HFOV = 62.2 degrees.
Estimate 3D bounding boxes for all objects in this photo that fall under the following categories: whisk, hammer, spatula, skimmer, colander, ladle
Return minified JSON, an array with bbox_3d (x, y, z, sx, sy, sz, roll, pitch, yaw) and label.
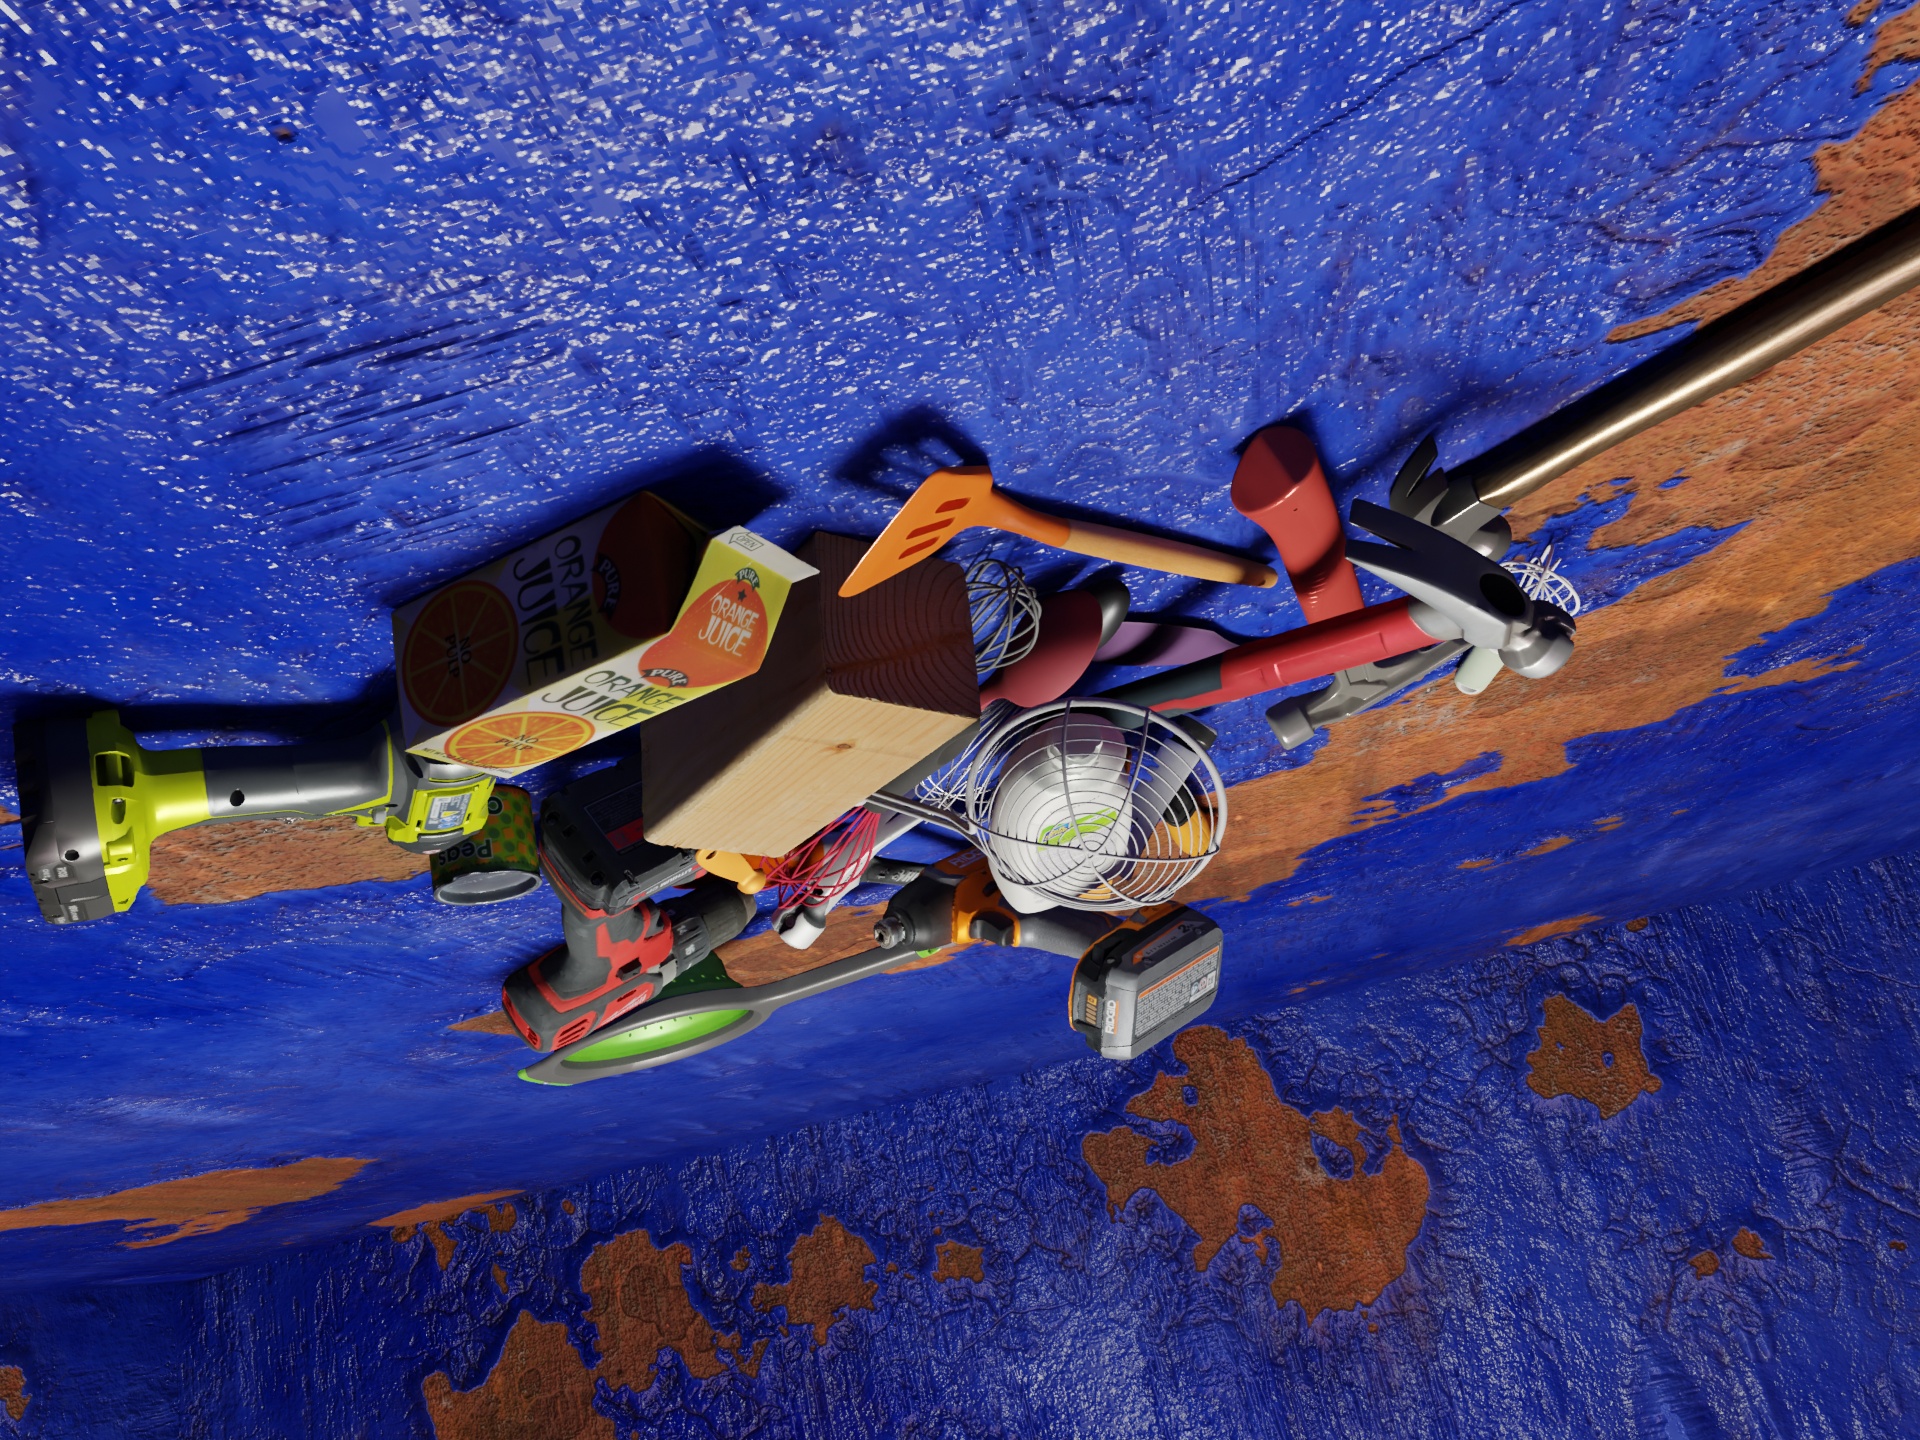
[{"bbox_3d":[0.037,-0.009,0.994,0.070,0.070,0.284,-3,153,-26],"label":"whisk"},{"bbox_3d":[0.178,0.084,1.296,0.127,0.034,0.336,-57,162,-2],"label":"hammer"},{"bbox_3d":[0.070,-0.086,0.812,0.322,0.041,0.081,4,138,-45],"label":"spatula"},{"bbox_3d":[-0.009,0.030,0.890,0.090,0.127,0.363,-42,-153,-23],"label":"skimmer"},{"bbox_3d":[0.370,-0.060,1.084,0.058,0.059,0.246,22,169,11],"label":"whisk"},{"bbox_3d":[0.221,-0.078,0.919,0.149,0.037,0.358,-32,155,8],"label":"hammer"},{"bbox_3d":[-0.200,0.216,1.404,0.397,0.095,0.204,-19,161,5],"label":"colander"},{"bbox_3d":[-0.002,-0.003,0.984,0.031,0.069,0.315,18,154,-19],"label":"ladle"},{"bbox_3d":[-0.007,-0.030,0.910,0.055,0.055,0.239,-6,164,-20],"label":"whisk"},{"bbox_3d":[-0.063,0.056,1.026,0.073,0.073,0.295,-1,157,-30],"label":"whisk"},{"bbox_3d":[0.144,-0.032,0.907,0.143,0.038,0.386,24,158,-26],"label":"hammer"},{"bbox_3d":[0.204,-0.042,1.056,0.315,0.018,0.060,3,156,-36],"label":"spatula"},{"bbox_3d":[-0.003,0.127,1.322,0.149,0.036,0.408,-48,157,11],"label":"hammer"},{"bbox_3d":[0.359,-0.169,0.786,0.130,0.031,0.331,6,153,-44],"label":"hammer"}]

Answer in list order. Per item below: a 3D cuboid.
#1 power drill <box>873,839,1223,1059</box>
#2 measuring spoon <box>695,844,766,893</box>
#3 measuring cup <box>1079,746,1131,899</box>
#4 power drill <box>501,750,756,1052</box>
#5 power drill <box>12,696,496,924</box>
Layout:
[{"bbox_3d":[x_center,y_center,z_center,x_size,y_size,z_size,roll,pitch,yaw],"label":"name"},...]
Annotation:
[{"bbox_3d":[0.056,0.159,1.154,0.227,0.084,0.164,21,-151,39],"label":"power drill"},{"bbox_3d":[-0.137,0.090,0.958,0.021,0.011,0.116,-39,163,-4],"label":"measuring spoon"},{"bbox_3d":[0.092,0.078,1.251,0.052,0.095,0.173,-3,140,-14],"label":"measuring cup"},{"bbox_3d":[-0.197,0.111,1.026,0.188,0.080,0.226,-27,155,-36],"label":"power drill"},{"bbox_3d":[-0.363,0.044,0.840,0.223,0.080,0.171,-7,160,-27],"label":"power drill"}]
